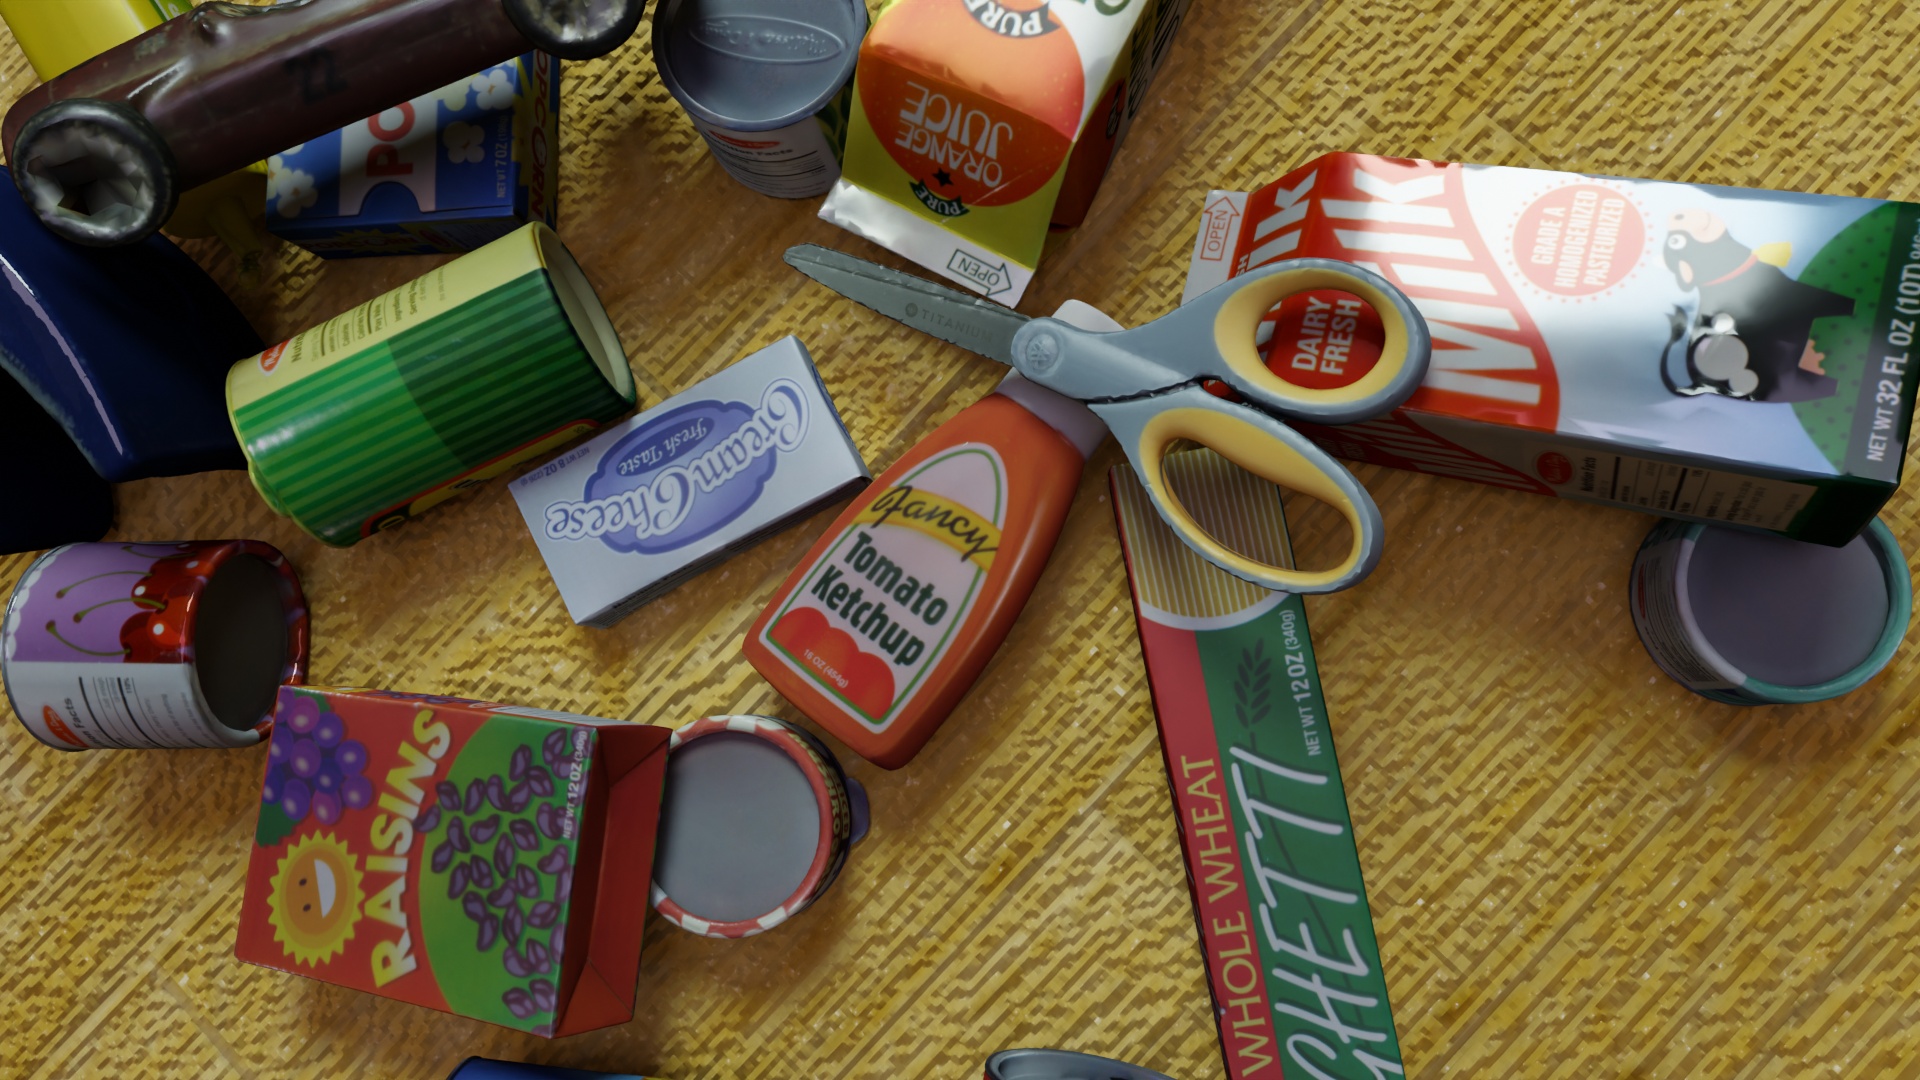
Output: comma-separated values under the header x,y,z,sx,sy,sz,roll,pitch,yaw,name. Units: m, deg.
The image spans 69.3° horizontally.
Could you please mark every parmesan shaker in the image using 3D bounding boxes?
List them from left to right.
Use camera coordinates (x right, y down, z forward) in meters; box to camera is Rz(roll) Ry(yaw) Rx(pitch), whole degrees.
x,y,z,sx,sy,sz,roll,pitch,yaw,name
-0.162,-0.047,0.435,0.103,0.071,0.071,-25,81,1,parmesan shaker

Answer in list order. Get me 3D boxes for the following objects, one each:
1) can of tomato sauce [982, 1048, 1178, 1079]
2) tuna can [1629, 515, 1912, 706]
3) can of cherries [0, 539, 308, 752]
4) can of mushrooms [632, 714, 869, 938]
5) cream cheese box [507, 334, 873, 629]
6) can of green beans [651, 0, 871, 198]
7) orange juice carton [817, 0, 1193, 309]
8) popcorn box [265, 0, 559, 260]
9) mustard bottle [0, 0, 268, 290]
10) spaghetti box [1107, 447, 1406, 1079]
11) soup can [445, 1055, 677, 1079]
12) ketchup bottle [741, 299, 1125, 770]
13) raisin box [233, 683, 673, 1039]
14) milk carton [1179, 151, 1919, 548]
x,y,z,sx,sy,sz,roll,pitch,yaw,name
0.031,0.192,0.382,0.071,0.071,0.083,10,84,7,can of tomato sauce
0.238,0.015,0.406,0.071,0.033,0.071,-1,82,6,tuna can
-0.248,0.030,0.435,0.058,0.071,0.071,-2,82,5,can of cherries
-0.065,0.086,0.425,0.071,0.033,0.071,-1,81,6,can of mushrooms
-0.086,-0.018,0.446,0.104,0.024,0.053,-28,83,1,cream cheese box
-0.058,-0.151,0.445,0.071,0.058,0.071,-1,82,6,can of green beans
0.029,-0.170,0.432,0.072,0.073,0.193,26,86,8,orange juice carton
-0.182,-0.161,0.469,0.085,0.038,0.127,-2,82,4,popcorn box
-0.273,-0.153,0.467,0.049,0.065,0.160,-32,88,0,mustard bottle
0.091,0.094,0.411,0.050,0.028,0.250,-11,81,5,spaghetti box
-0.106,0.186,0.399,0.084,0.071,0.071,6,83,2,soup can
0.002,-0.005,0.426,0.065,0.043,0.149,37,86,19,ketchup bottle
-0.151,0.090,0.412,0.123,0.040,0.086,3,83,24,raisin box
0.153,-0.057,0.391,0.190,0.073,0.072,12,83,25,milk carton
